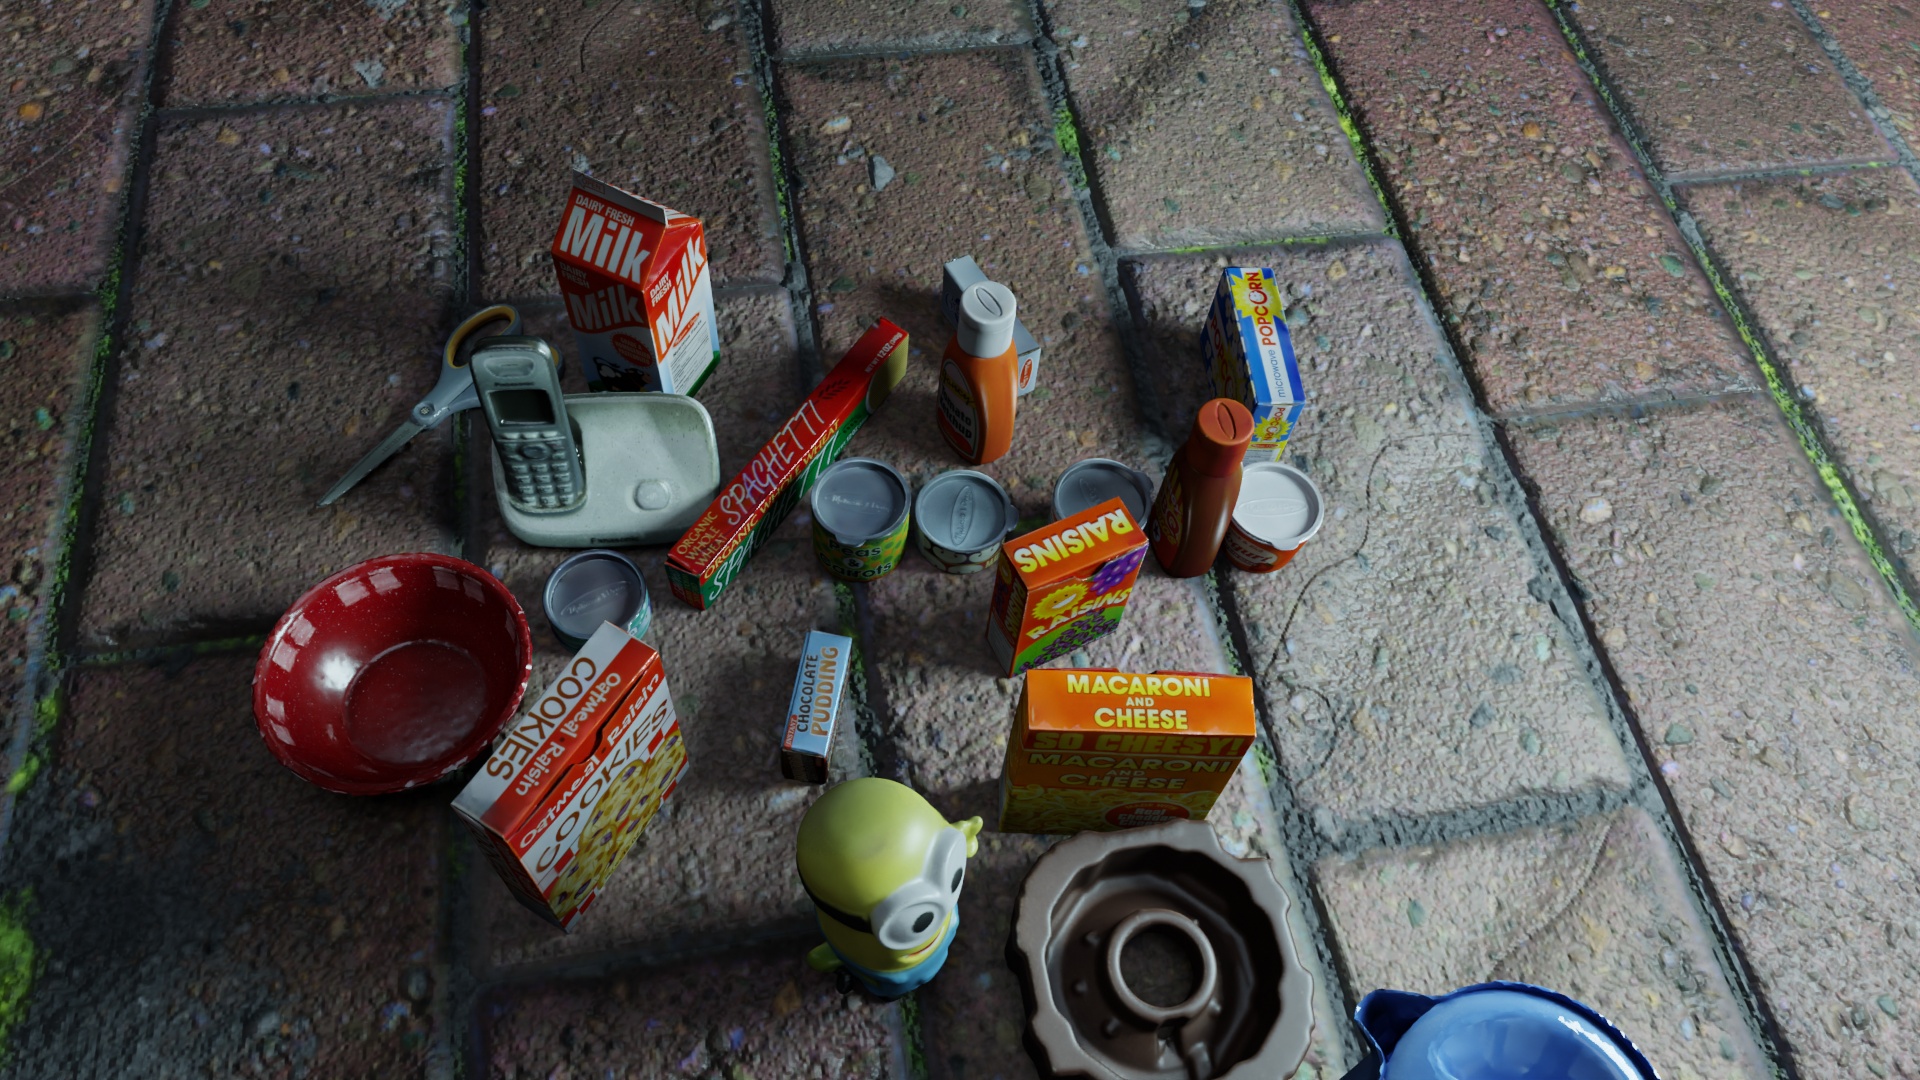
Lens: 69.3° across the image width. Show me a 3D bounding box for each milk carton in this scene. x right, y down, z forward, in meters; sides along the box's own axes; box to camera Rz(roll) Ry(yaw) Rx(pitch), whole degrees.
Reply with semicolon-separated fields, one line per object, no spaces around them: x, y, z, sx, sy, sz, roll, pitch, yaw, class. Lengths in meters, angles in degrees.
-0.219;-0.170;0.943;0.072;0.189;0.074;24;60;10;milk carton

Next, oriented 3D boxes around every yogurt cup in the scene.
0.211;-0.013;0.962;0.072;0.053;0.073;2;59;-3;yogurt cup

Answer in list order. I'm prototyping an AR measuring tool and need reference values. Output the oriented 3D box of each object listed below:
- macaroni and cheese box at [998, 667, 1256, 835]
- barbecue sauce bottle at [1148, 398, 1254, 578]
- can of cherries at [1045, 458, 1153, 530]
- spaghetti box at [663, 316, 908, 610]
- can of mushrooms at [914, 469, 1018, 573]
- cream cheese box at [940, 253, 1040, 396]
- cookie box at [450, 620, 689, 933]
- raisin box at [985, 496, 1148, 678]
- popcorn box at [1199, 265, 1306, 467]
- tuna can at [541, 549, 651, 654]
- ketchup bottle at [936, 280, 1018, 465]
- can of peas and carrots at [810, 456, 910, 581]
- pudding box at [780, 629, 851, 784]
0.090;0.126;0.802;0.124;0.165;0.040;2;59;-3;macaroni and cheese box
0.159;-0.036;0.917;0.044;0.147;0.065;-6;60;-8;barbecue sauce bottle
0.095;-0.014;0.951;0.071;0.058;0.072;2;59;-3;can of cherries
-0.115;-0.057;0.965;0.029;0.050;0.251;30;61;13;spaghetti box
0.003;-0.012;0.957;0.071;0.033;0.071;2;59;-3;can of mushrooms
0.021;-0.159;1.036;0.024;0.053;0.104;-26;64;-18;cream cheese box
-0.208;0.136;0.772;0.040;0.166;0.123;28;61;12;cookie box
0.065;0.032;0.882;0.086;0.122;0.040;-21;63;-16;raisin box
0.211;-0.125;1.012;0.038;0.084;0.127;-2;59;-5;popcorn box
-0.235;0.044;0.904;0.071;0.032;0.071;2;59;-3;tuna can
0.014;-0.116;0.954;0.044;0.148;0.065;-29;65;-20;ketchup bottle
-0.068;-0.011;0.936;0.071;0.058;0.071;2;59;-3;can of peas and carrots
-0.090;0.104;0.869;0.030;0.049;0.084;9;59;1;pudding box
